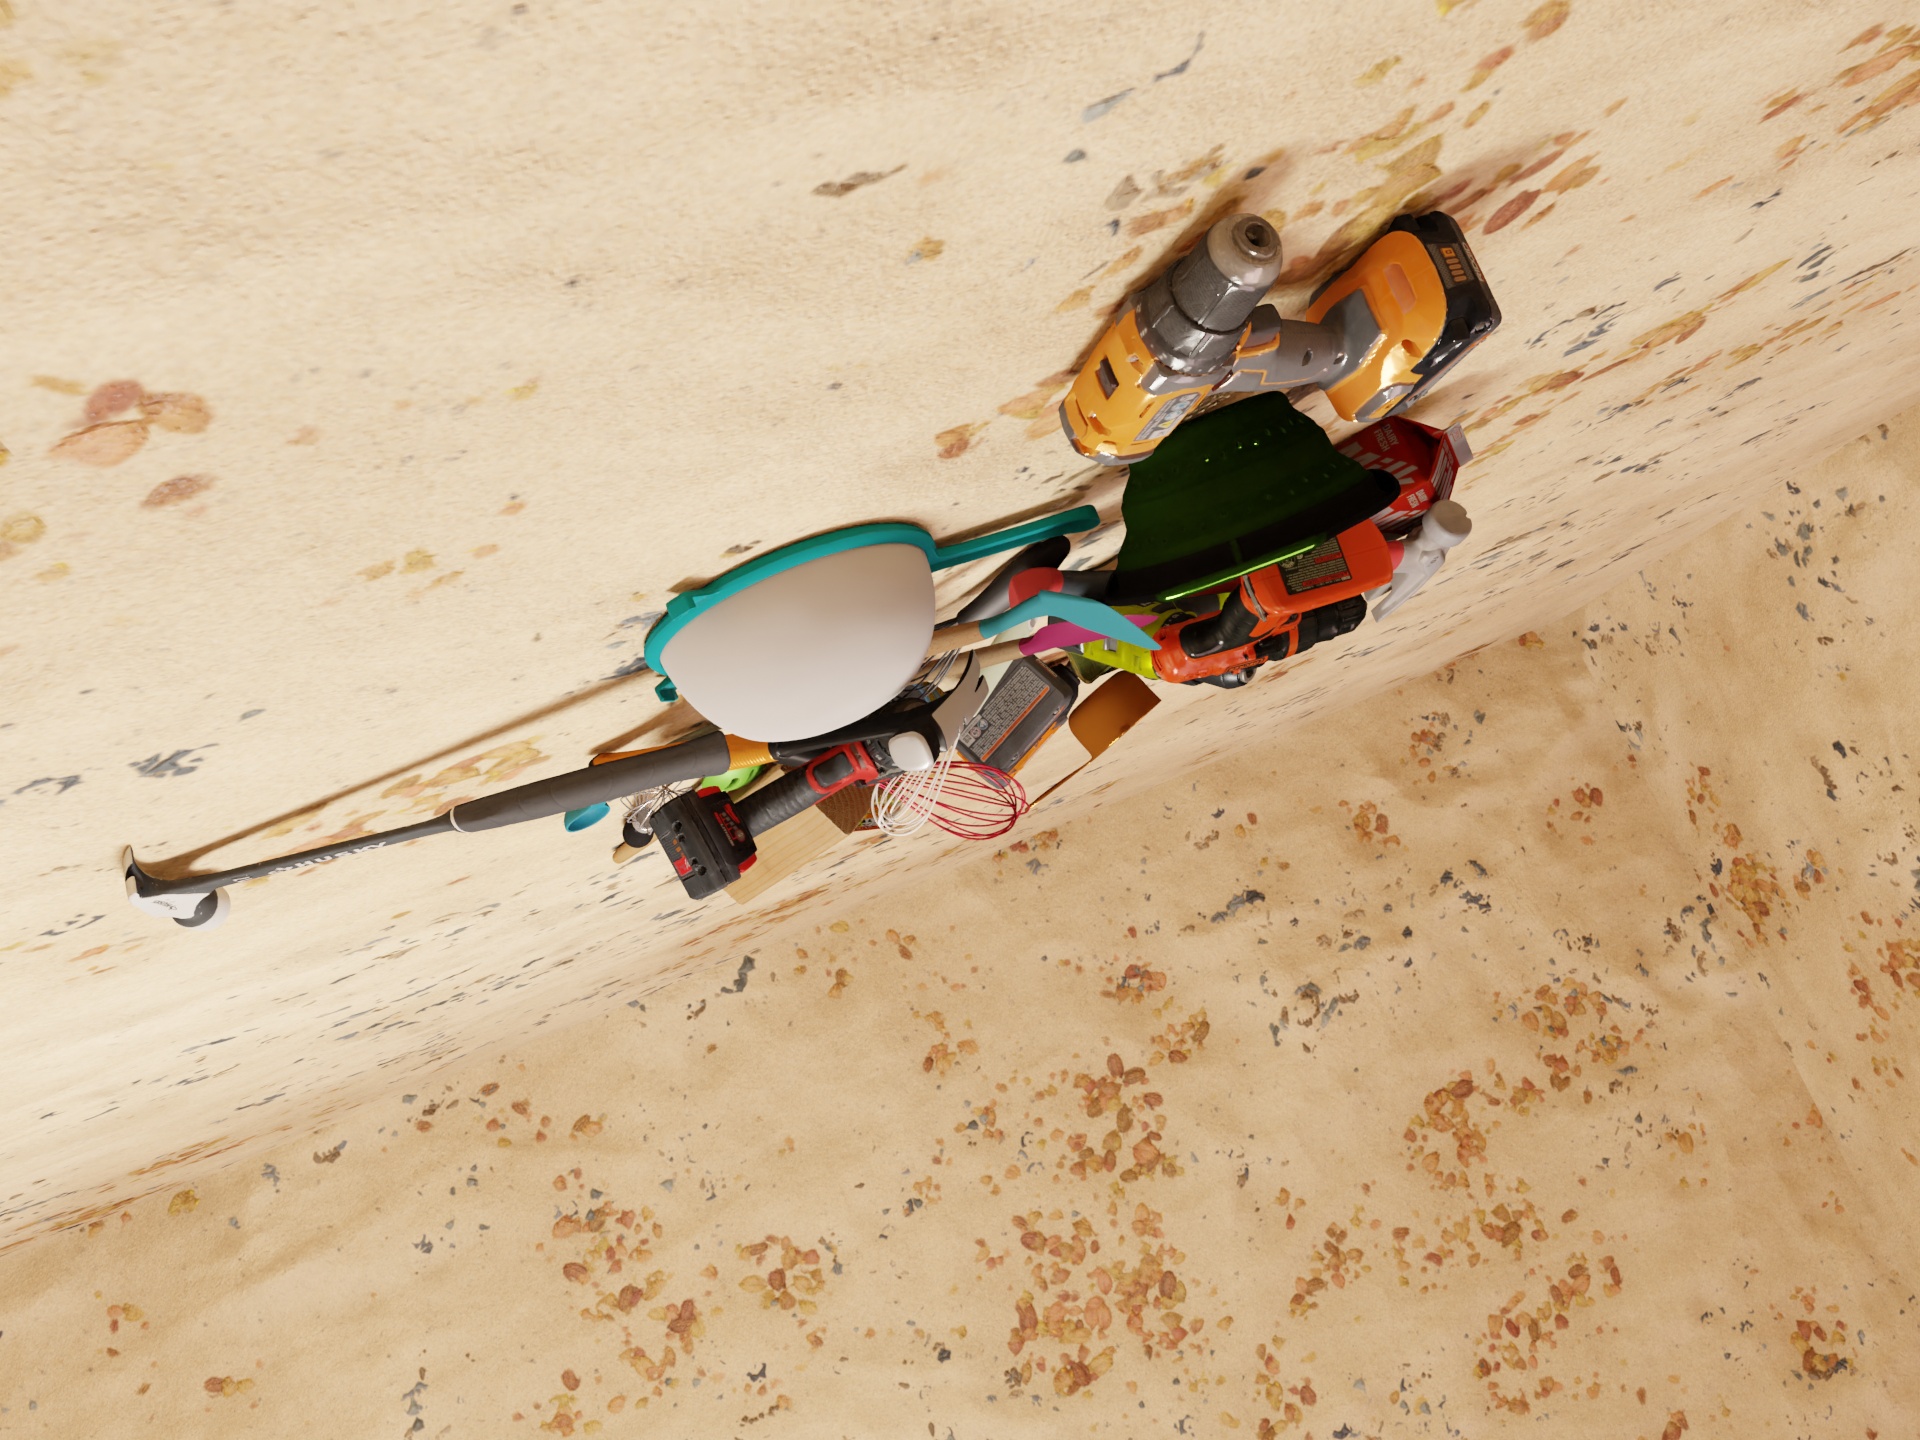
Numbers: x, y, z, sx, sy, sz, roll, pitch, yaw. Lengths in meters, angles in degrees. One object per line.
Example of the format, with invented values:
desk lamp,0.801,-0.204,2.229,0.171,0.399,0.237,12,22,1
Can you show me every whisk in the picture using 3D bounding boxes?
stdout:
whisk,-0.067,0.051,1.438,0.295,0.073,0.073,16,150,-25
whisk,0.004,-0.079,1.271,0.055,0.055,0.239,-12,160,-49
whisk,-0.002,-0.004,1.376,0.246,0.059,0.057,-56,156,11
whisk,-0.283,0.084,1.440,0.070,0.070,0.284,-20,174,-20

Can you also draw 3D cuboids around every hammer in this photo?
hammer,-0.141,0.014,1.189,0.337,0.034,0.127,-10,-156,29
hammer,-0.357,0.069,1.084,0.409,0.036,0.149,-15,167,-5
hammer,0.215,-0.108,1.272,0.386,0.038,0.143,-8,155,-21

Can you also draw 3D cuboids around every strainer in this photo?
strainer,-0.041,-0.063,1.093,0.340,0.095,0.211,-19,169,-18

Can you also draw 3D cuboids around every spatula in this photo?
spatula,-0.005,-0.053,1.190,0.317,0.044,0.082,-13,152,33

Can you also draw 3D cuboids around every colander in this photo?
colander,0.193,-0.176,1.121,0.204,0.094,0.397,-20,-171,17

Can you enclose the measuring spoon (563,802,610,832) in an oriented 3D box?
measuring spoon,-0.307,0.056,1.346,0.042,0.021,0.128,-21,161,-39

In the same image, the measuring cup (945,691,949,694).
measuring cup,-0.053,0.014,1.647,0.156,0.029,0.062,-32,167,33

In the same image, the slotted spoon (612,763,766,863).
slotted spoon,-0.270,0.087,1.549,0.070,0.031,0.313,-21,172,-41

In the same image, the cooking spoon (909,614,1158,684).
cooking spoon,0.036,-0.056,1.298,0.068,0.017,0.319,-1,174,-39

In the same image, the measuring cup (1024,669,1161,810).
measuring cup,0.115,0.018,1.559,0.173,0.052,0.095,-40,175,10

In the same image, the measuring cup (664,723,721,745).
measuring cup,-0.168,0.009,1.334,0.167,0.038,0.083,-21,170,-26

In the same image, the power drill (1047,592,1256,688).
power drill,0.214,-0.084,1.395,0.191,0.080,0.228,20,-155,36

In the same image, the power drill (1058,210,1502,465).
power drill,0.183,-0.219,0.867,0.226,0.084,0.185,-14,166,-23

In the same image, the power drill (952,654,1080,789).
power drill,0.065,-0.010,1.612,0.164,0.084,0.226,-48,172,0

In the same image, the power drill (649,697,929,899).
power drill,-0.124,0.052,1.267,0.226,0.080,0.188,-29,180,-20
